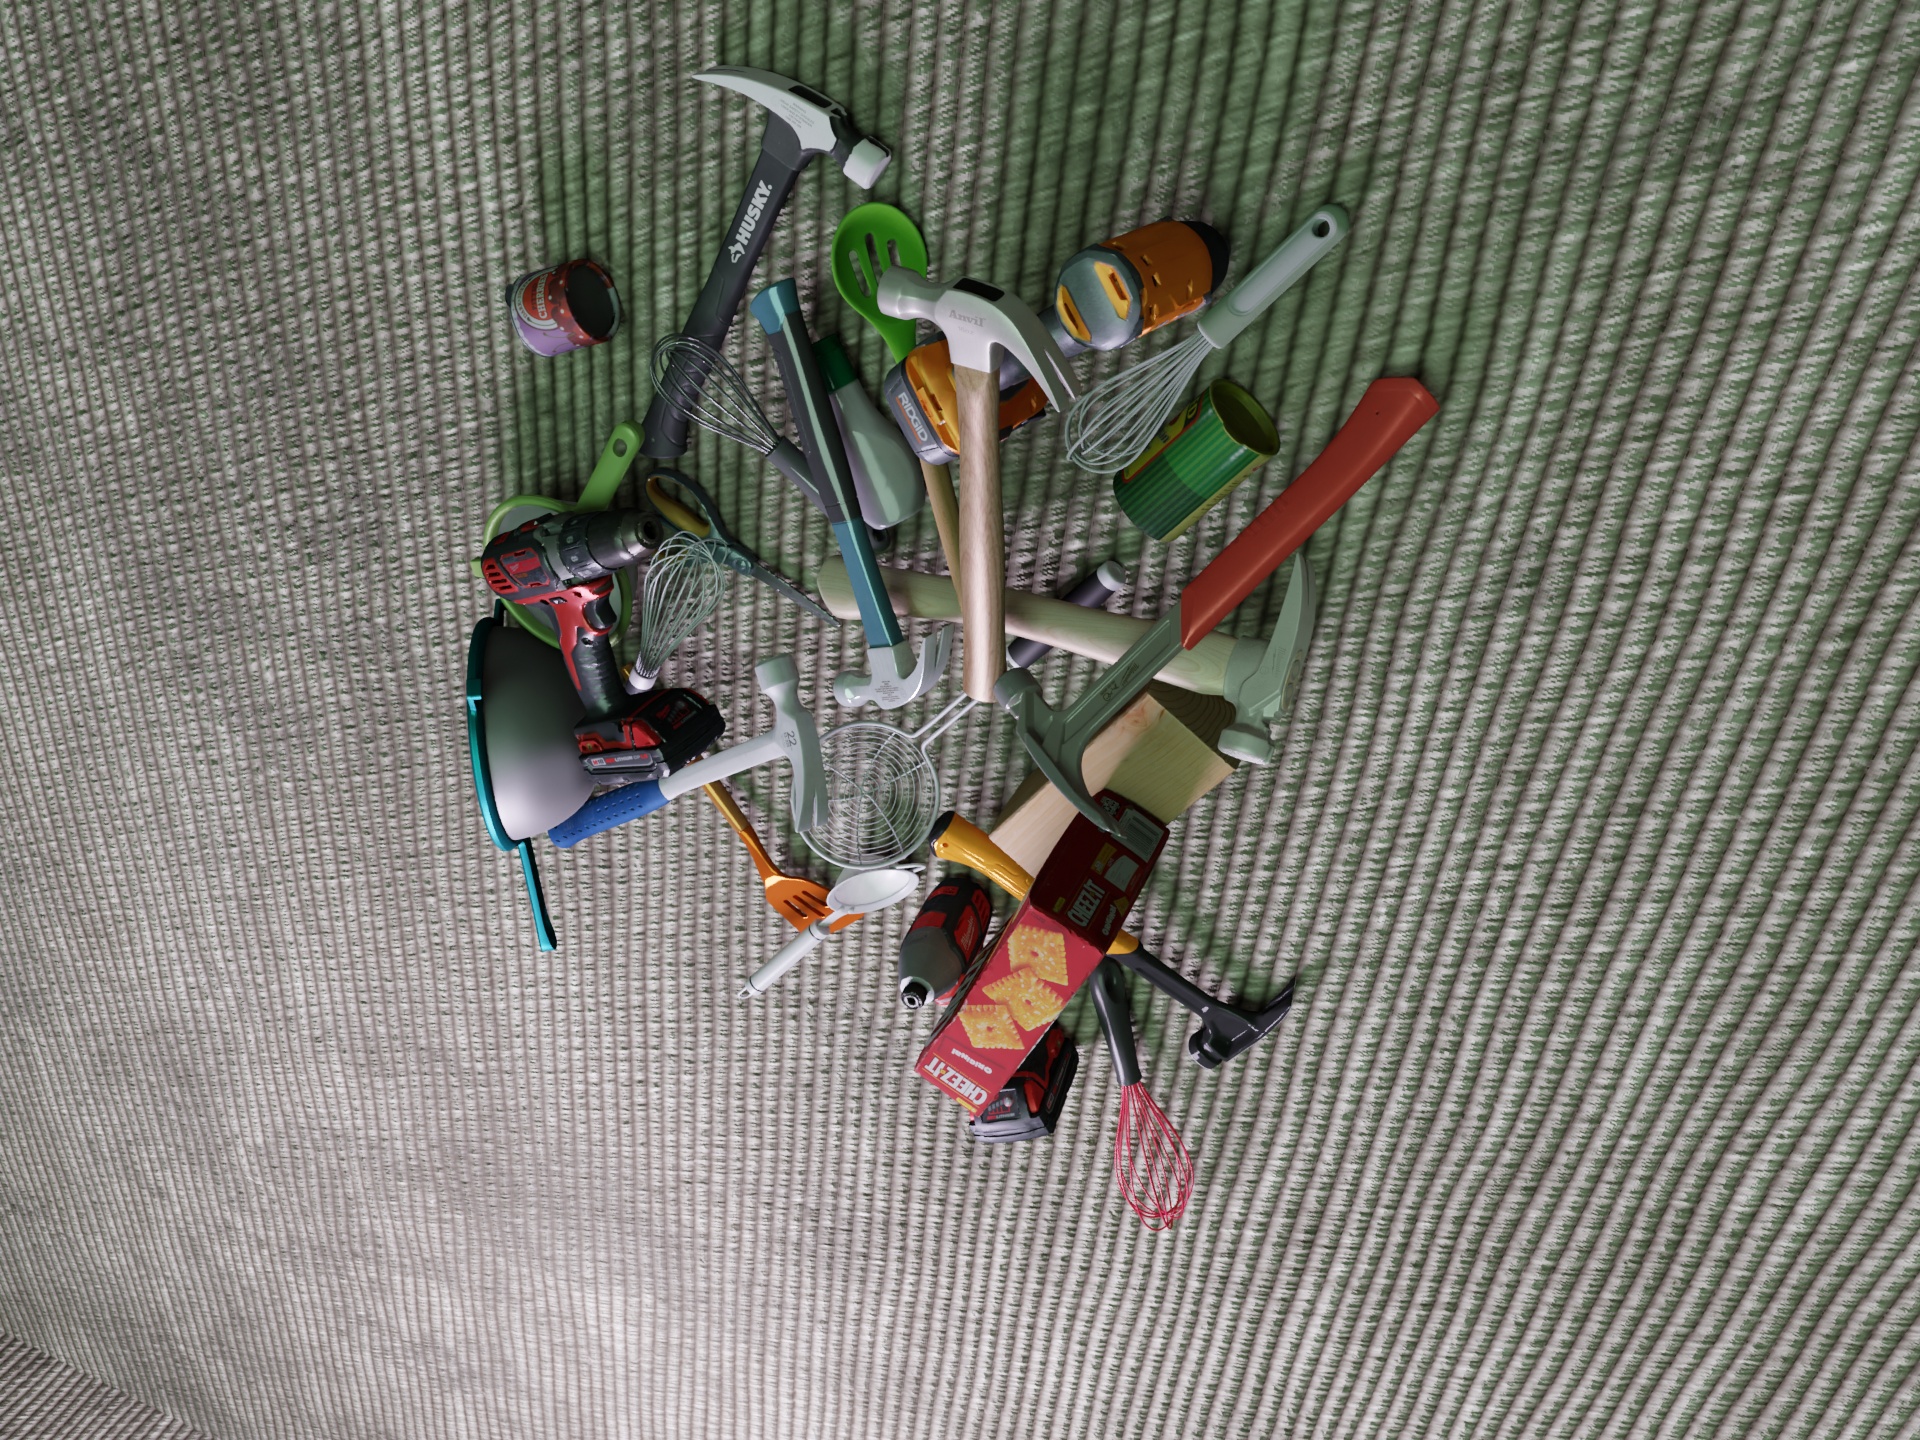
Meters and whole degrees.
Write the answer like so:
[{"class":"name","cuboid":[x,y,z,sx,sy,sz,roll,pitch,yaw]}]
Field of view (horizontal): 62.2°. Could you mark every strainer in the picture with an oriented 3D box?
[{"class":"strainer","cuboid":[-0.127,0.187,1.474,0.258,0.086,0.050,-42,53,25]},{"class":"strainer","cuboid":[-0.307,-0.168,1.340,0.151,0.069,0.256,40,131,0]},{"class":"strainer","cuboid":[-0.371,0.065,1.461,0.095,0.211,0.340,-6,117,-5]}]

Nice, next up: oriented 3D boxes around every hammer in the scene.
[{"class":"hammer","cuboid":[0.016,-0.140,1.071,0.130,0.031,0.331,21,138,23]},{"class":"hammer","cuboid":[-0.259,0.063,1.437,0.405,0.035,0.144,-20,86,44]},{"class":"hammer","cuboid":[0.121,0.175,1.345,0.336,0.034,0.127,34,132,-8]},{"class":"hammer","cuboid":[0.185,-0.087,1.080,0.359,0.036,0.149,-44,59,13]},{"class":"hammer","cuboid":[-0.184,-0.331,1.206,0.146,0.035,0.334,36,128,0]},{"class":"hammer","cuboid":[0.063,-0.085,1.193,0.411,0.038,0.146,15,85,32]},{"class":"hammer","cuboid":[-0.091,-0.164,1.198,0.128,0.033,0.331,-1,113,45]}]

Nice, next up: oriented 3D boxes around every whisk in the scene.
[{"class":"whisk","cuboid":[-0.144,-0.209,1.233,0.238,0.055,0.055,40,130,-21]},{"class":"whisk","cuboid":[-0.267,-0.060,1.380,0.070,0.070,0.284,36,133,1]},{"class":"whisk","cuboid":[0.161,-0.254,1.069,0.246,0.059,0.058,-41,83,28]},{"class":"whisk","cuboid":[0.158,0.342,1.452,0.073,0.073,0.295,-4,113,28]}]

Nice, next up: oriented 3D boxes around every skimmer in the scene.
[{"class":"skimmer","cuboid":[-0.002,-0.004,1.288,0.127,0.090,0.363,45,128,-5]}]

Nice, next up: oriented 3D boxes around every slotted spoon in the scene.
[{"class":"slotted spoon","cuboid":[-0.029,-0.218,1.162,0.070,0.031,0.313,-17,101,-9]}]

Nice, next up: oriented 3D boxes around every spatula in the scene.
[{"class":"spatula","cuboid":[-0.212,0.077,1.484,0.081,0.041,0.322,-29,100,34]}]

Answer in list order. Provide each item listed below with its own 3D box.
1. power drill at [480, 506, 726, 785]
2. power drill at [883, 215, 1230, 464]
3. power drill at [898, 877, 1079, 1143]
[{"class":"power drill","cuboid":[-0.278,-0.067,1.293,0.188,0.080,0.226,-7,114,39]},{"class":"power drill","cuboid":[0.073,-0.261,1.065,0.226,0.164,0.084,-22,99,46]},{"class":"power drill","cuboid":[0.017,0.264,1.416,0.078,0.143,0.219,-16,114,29]}]
